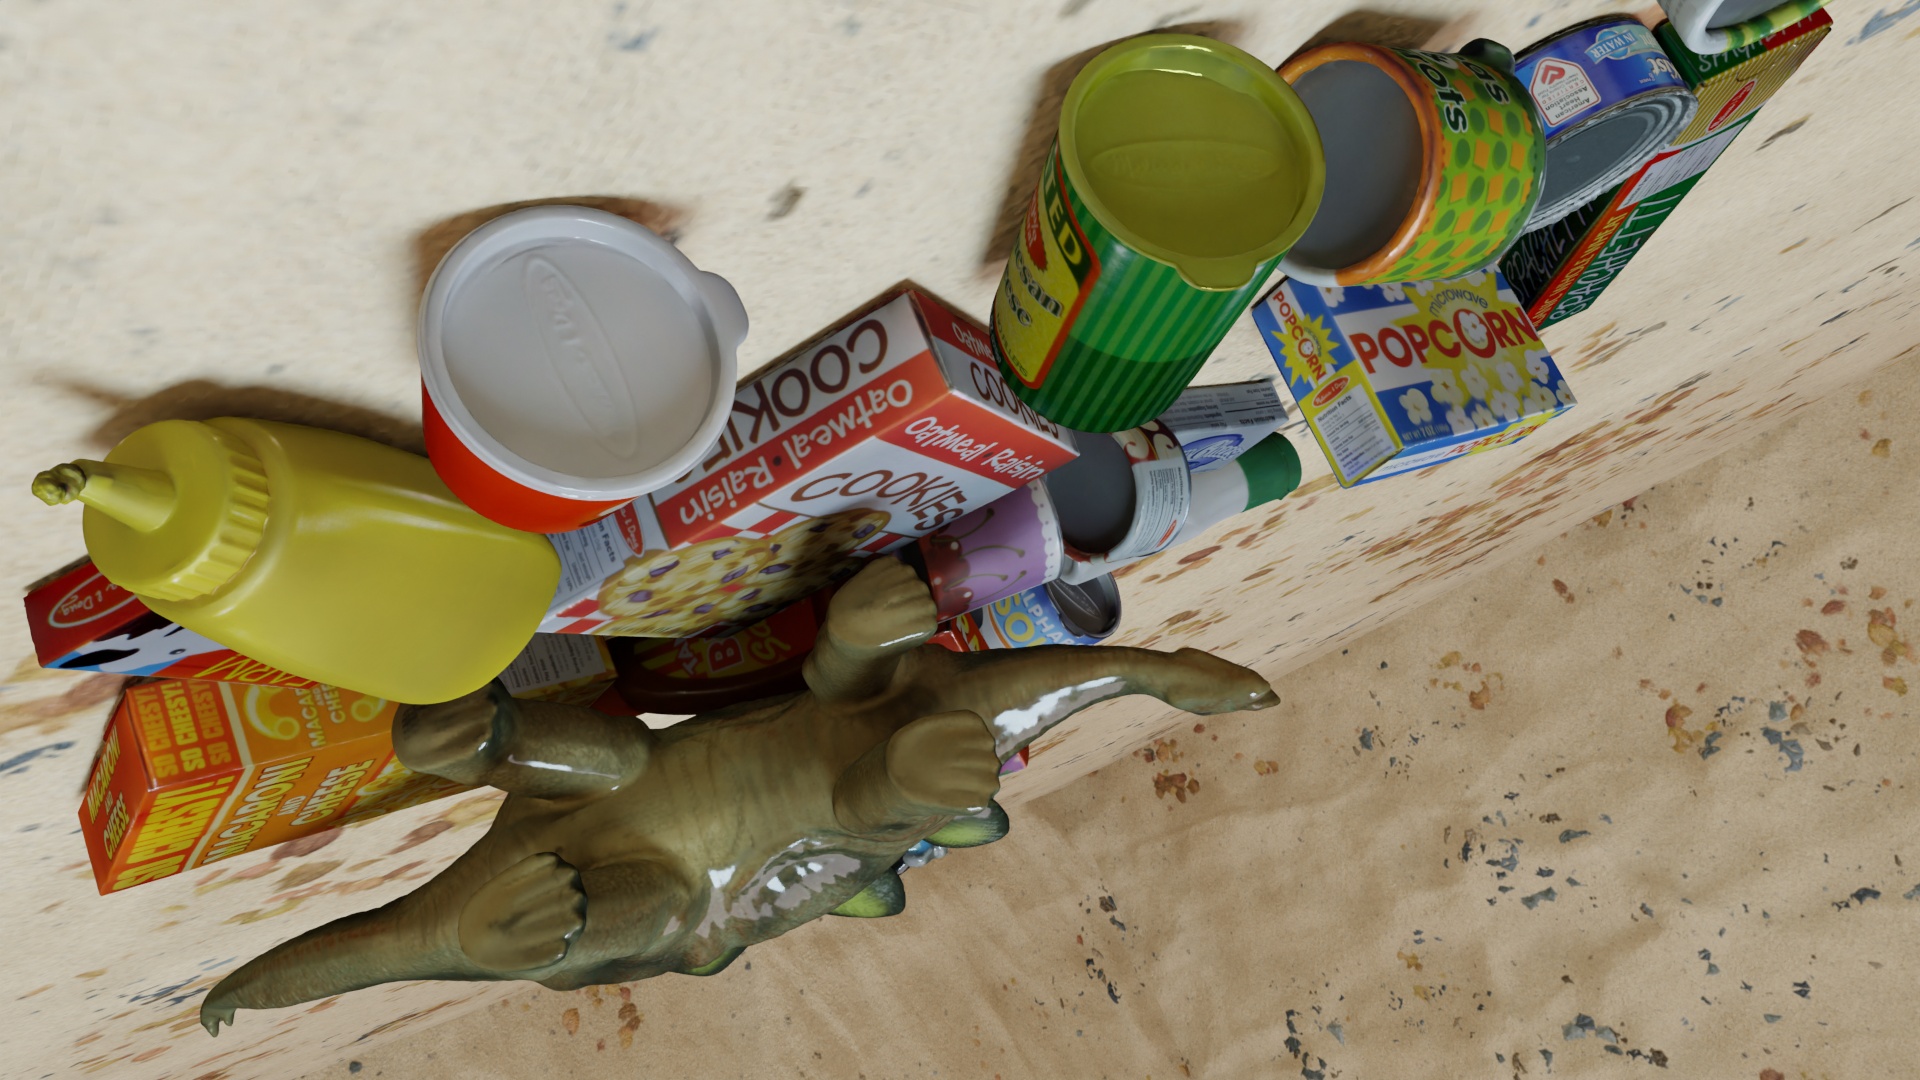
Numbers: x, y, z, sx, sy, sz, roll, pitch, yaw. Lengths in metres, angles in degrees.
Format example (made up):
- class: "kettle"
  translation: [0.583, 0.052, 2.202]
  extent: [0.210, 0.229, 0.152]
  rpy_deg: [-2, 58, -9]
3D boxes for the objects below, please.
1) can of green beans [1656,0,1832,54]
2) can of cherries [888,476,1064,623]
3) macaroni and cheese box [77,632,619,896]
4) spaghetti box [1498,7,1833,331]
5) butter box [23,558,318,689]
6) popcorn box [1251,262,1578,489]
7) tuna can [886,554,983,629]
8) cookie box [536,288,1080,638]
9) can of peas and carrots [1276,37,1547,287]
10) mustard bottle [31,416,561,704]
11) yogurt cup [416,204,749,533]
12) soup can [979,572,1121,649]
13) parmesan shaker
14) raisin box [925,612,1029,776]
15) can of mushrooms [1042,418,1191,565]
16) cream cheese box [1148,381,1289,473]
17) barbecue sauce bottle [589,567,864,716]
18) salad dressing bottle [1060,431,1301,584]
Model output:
- class: "can of green beans"
  translation: [0.189, -0.159, 0.328]
  extent: [0.071, 0.058, 0.071]
  rpy_deg: [-23, 166, -6]
- class: "can of cherries"
  translation: [0.002, -0.007, 0.573]
  extent: [0.058, 0.071, 0.071]
  rpy_deg: [-20, 165, -14]
- class: "macaroni and cheese box"
  translation: [-0.235, 0.077, 0.537]
  extent: [0.167, 0.040, 0.123]
  rpy_deg: [-11, 160, -43]
- class: "spaghetti box"
  translation: [0.275, -0.144, 0.582]
  extent: [0.050, 0.029, 0.249]
  rpy_deg: [-24, 166, 0]
- class: "butter box"
  translation: [-0.208, 0.021, 0.407]
  extent: [0.053, 0.024, 0.103]
  rpy_deg: [-26, 166, 9]
- class: "popcorn box"
  translation: [0.191, -0.076, 0.582]
  extent: [0.127, 0.085, 0.038]
  rpy_deg: [-13, 161, -36]
- class: "tuna can"
  translation: [-0.028, 0.035, 0.665]
  extent: [0.071, 0.071, 0.032]
  rpy_deg: [-14, 164, -33]
- class: "cookie box"
  translation: [-0.055, -0.018, 0.485]
  extent: [0.167, 0.040, 0.123]
  rpy_deg: [-27, 165, 18]
- class: "can of peas and carrots"
  translation: [0.123, -0.108, 0.395]
  extent: [0.059, 0.071, 0.070]
  rpy_deg: [-12, 161, -39]
- class: "mustard bottle"
  translation: [-0.162, 0.001, 0.346]
  extent: [0.065, 0.049, 0.160]
  rpy_deg: [-56, 162, -4]
- class: "yogurt cup"
  translation: [-0.091, -0.035, 0.319]
  extent: [0.072, 0.072, 0.053]
  rpy_deg: [-15, 171, -31]
- class: "soup can"
  translation: [0.041, 0.046, 0.814]
  extent: [0.083, 0.071, 0.071]
  rpy_deg: [-34, 162, 36]
- class: "parmesan shaker"
  translation: [0.048, -0.075, 0.378]
  extent: [0.071, 0.071, 0.102]
  rpy_deg: [-20, 166, -16]
- class: "raisin box"
  translation: [-0.041, 0.080, 0.625]
  extent: [0.123, 0.085, 0.040]
  rpy_deg: [-21, -152, 14]
- class: "can of mushrooms"
  translation: [0.063, -0.024, 0.608]
  extent: [0.033, 0.071, 0.070]
  rpy_deg: [-11, 160, -42]
- class: "cream cheese box"
  translation: [0.105, -0.050, 0.661]
  extent: [0.104, 0.024, 0.053]
  rpy_deg: [-11, 159, -43]
- class: "barbecue sauce bottle"
  translation: [-0.109, 0.046, 0.594]
  extent: [0.148, 0.065, 0.043]
  rpy_deg: [-20, 151, 20]
- class: "salad dressing bottle"
  translation: [0.115, -0.020, 0.750]
  extent: [0.148, 0.044, 0.064]
  rpy_deg: [-20, 163, -21]
